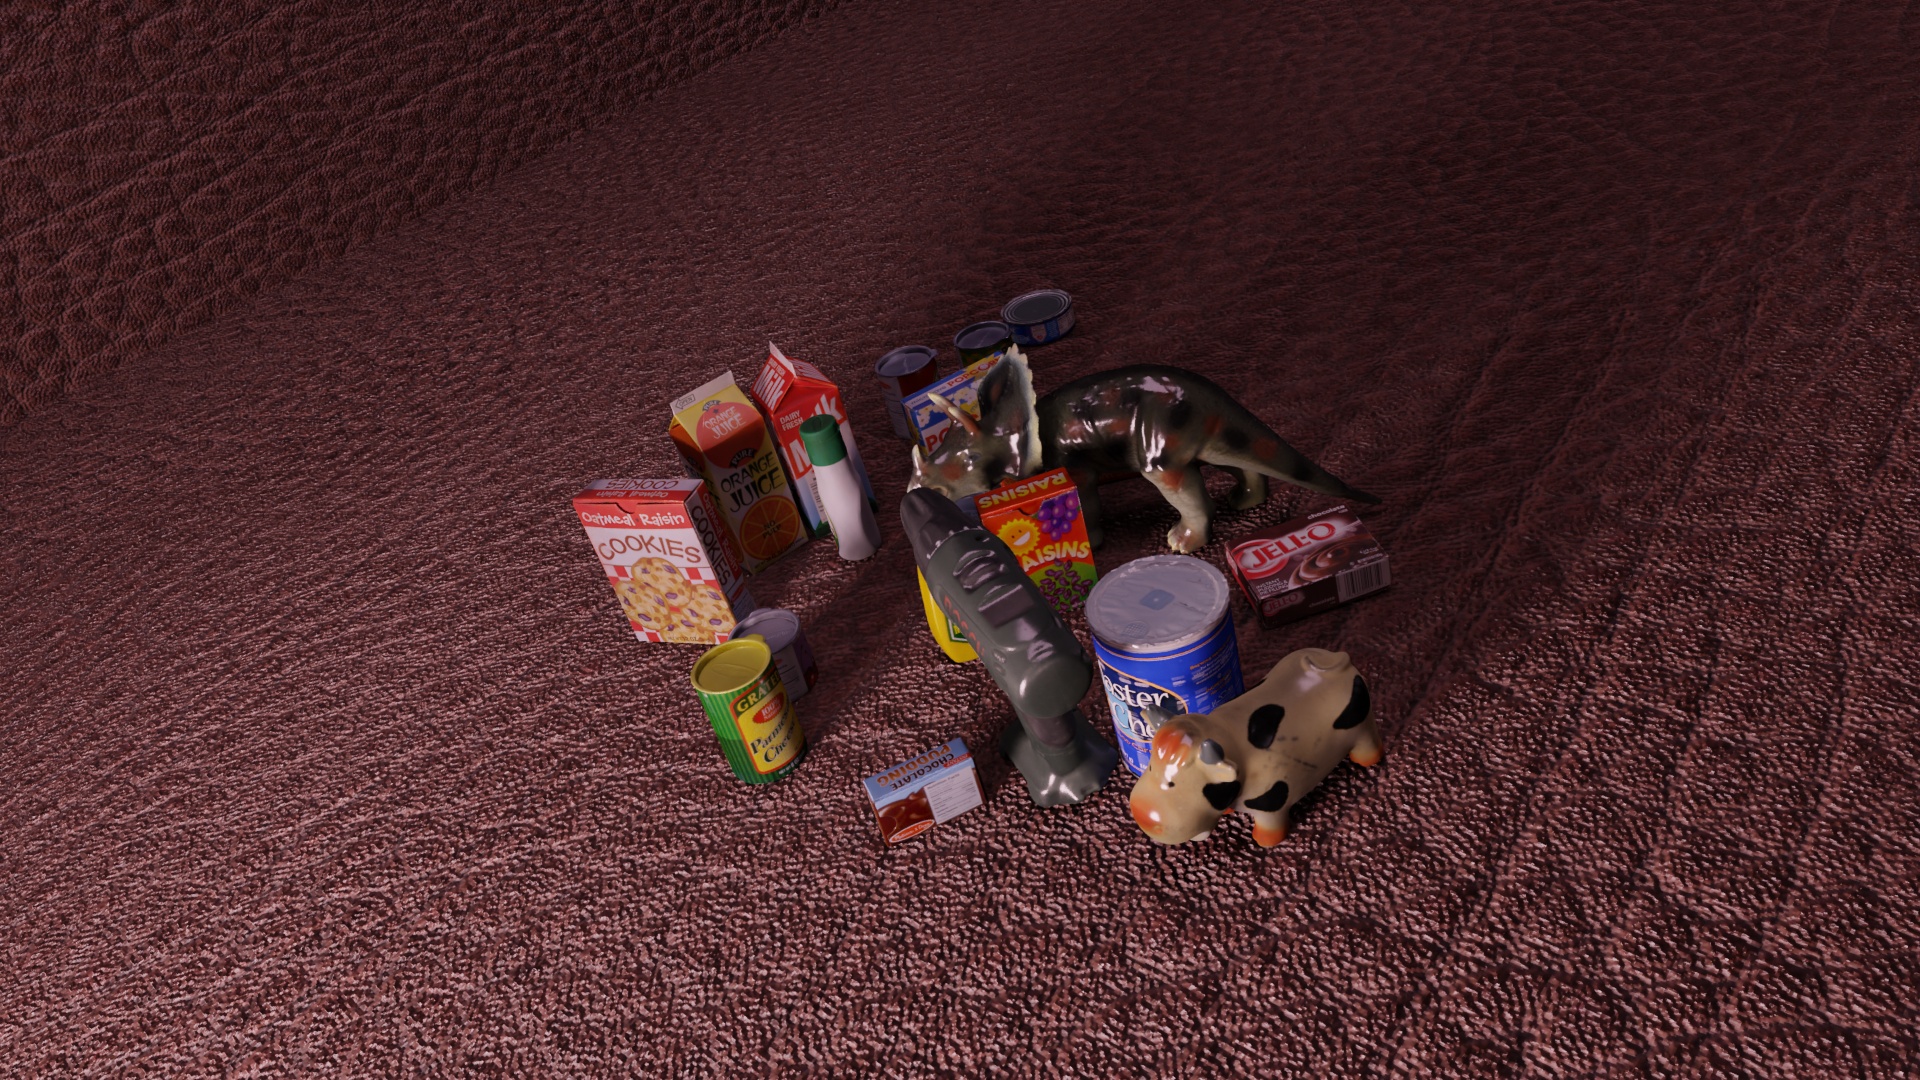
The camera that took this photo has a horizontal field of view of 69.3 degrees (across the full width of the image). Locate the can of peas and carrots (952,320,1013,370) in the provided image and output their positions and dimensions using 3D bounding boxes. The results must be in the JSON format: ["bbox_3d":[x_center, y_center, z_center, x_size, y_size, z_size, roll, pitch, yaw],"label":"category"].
[{"bbox_3d":[0.033,-0.210,1.582,0.071,0.058,0.071,-11,34,8],"label":"can of peas and carrots"}]

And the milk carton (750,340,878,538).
[{"bbox_3d":[-0.151,-0.106,1.391,0.073,0.189,0.072,-26,34,-14],"label":"milk carton"}]

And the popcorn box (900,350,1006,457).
[{"bbox_3d":[0.007,-0.132,1.457,0.127,0.084,0.038,-28,35,-18],"label":"popcorn box"}]

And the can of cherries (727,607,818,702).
[{"bbox_3d":[-0.163,0.101,1.214,0.071,0.058,0.072,-11,34,8],"label":"can of cherries"}]

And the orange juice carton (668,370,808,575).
[{"bbox_3d":[-0.223,-0.070,1.367,0.072,0.191,0.073,-34,37,-24],"label":"orange juice carton"}]

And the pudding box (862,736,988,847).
[{"bbox_3d":[-0.026,0.188,1.038,0.084,0.049,0.030,-23,34,-10],"label":"pudding box"}]

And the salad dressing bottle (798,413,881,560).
[{"bbox_3d":[-0.116,-0.051,1.334,0.044,0.147,0.064,-14,33,4],"label":"salad dressing bottle"}]

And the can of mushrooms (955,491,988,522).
[{"bbox_3d":[0.005,-0.017,1.336,0.071,0.033,0.071,-11,34,8],"label":"can of mushrooms"}]

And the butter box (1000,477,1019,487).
[{"bbox_3d":[0.064,-0.022,1.300,0.024,0.053,0.104,-19,34,-4],"label":"butter box"}]

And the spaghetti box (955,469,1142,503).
[{"bbox_3d":[0.085,-0.071,1.365,0.250,0.050,0.029,-12,34,6],"label":"spaghetti box"}]

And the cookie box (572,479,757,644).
[{"bbox_3d":[-0.268,0.021,1.276,0.123,0.166,0.040,1,37,24],"label":"cookie box"}]

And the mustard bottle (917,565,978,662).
[{"bbox_3d":[-0.006,0.027,1.162,0.065,0.159,0.049,-24,34,-11],"label":"mustard bottle"}]

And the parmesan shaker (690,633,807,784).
[{"bbox_3d":[-0.167,0.137,1.124,0.071,0.102,0.072,-11,34,8],"label":"parmesan shaker"}]

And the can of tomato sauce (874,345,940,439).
[{"bbox_3d":[-0.049,-0.163,1.527,0.071,0.082,0.071,-11,34,8],"label":"can of tomato sauce"}]

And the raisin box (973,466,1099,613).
[{"bbox_3d":[0.067,0.007,1.193,0.086,0.122,0.040,-18,33,-2],"label":"raisin box"}]
